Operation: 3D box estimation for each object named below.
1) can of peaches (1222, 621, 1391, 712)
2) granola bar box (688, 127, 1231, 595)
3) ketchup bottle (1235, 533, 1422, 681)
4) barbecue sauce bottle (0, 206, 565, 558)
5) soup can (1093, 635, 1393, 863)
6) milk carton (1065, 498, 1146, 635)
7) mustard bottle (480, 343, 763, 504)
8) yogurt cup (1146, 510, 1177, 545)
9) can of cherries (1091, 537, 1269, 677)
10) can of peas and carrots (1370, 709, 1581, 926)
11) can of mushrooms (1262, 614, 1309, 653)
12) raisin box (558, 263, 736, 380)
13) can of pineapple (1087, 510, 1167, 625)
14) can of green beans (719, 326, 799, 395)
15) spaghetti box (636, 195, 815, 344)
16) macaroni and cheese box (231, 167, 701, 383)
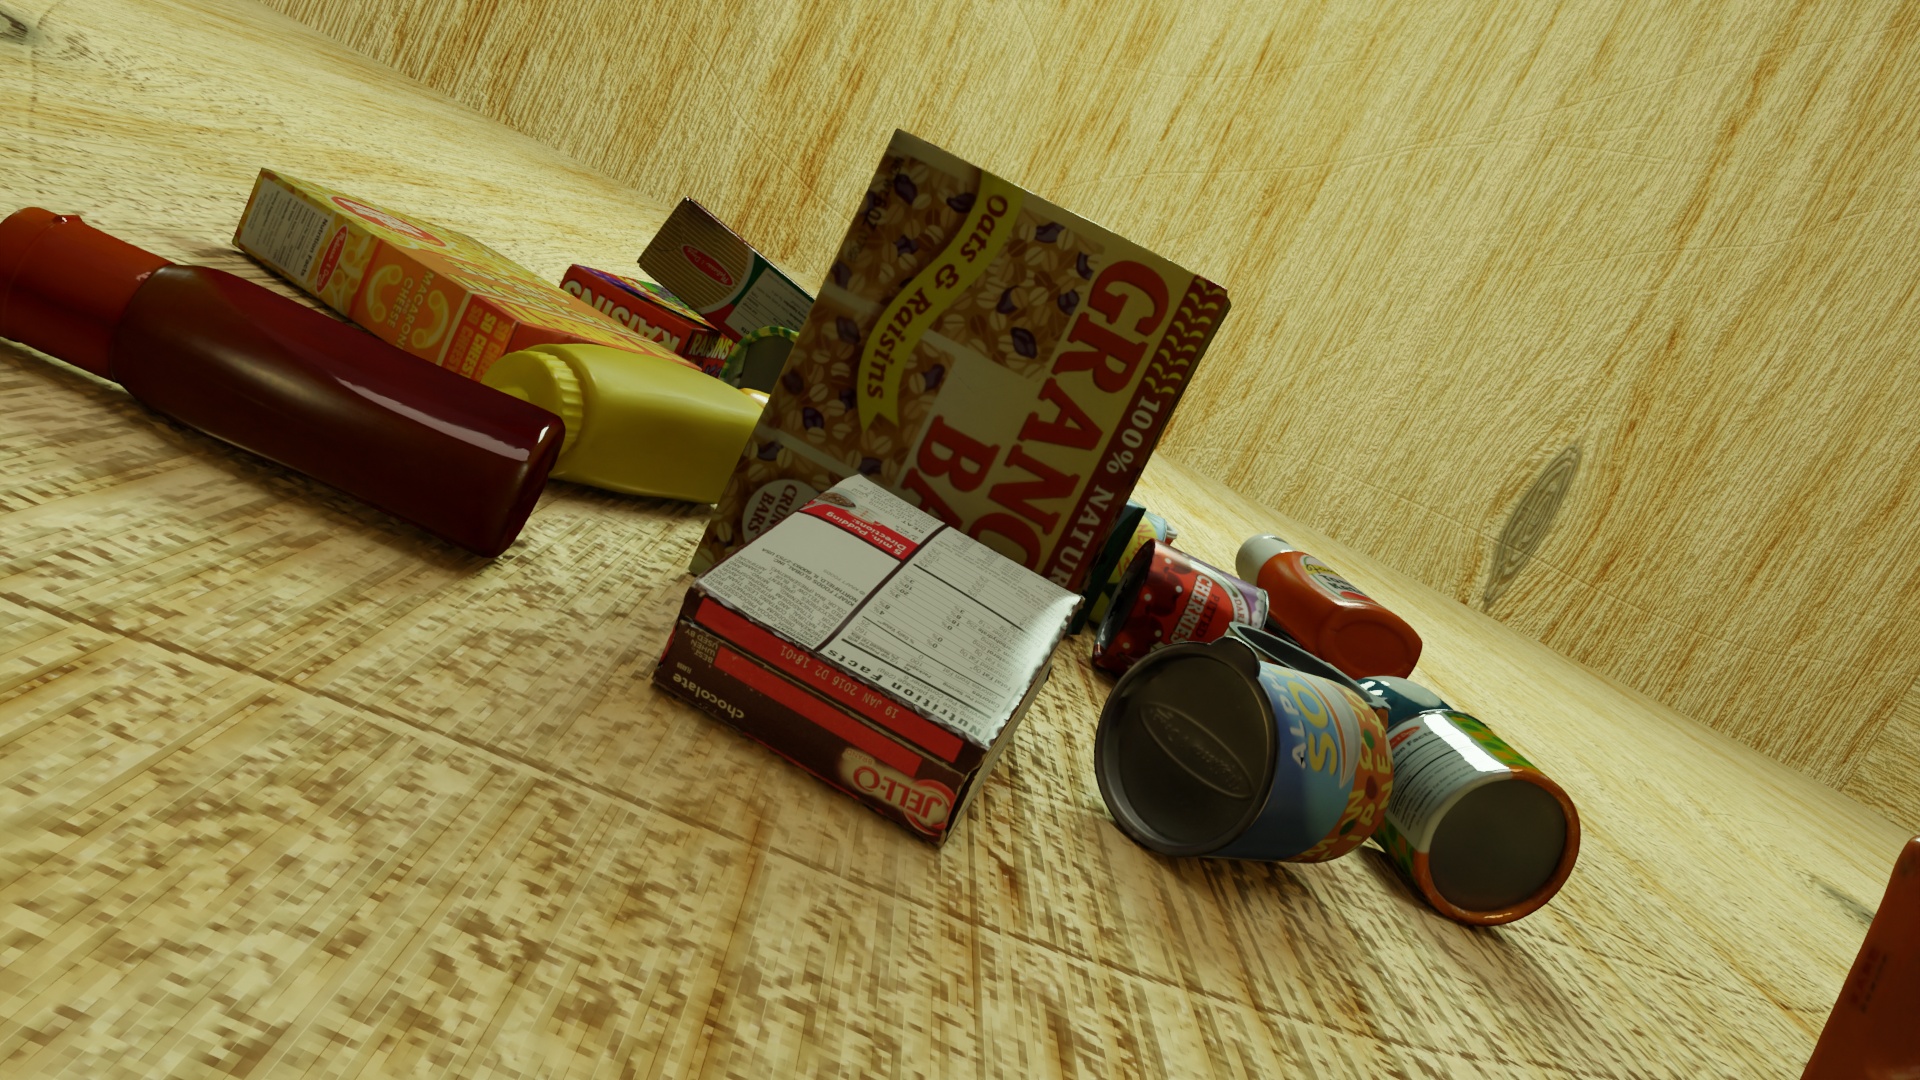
[{"bbox_3d":[0.125,0.074,0.551,0.071,0.058,0.071,27,9,-4],"label":"can of peaches"},{"bbox_3d":[-0.001,-0.036,0.474,0.124,0.165,0.039,28,8,8],"label":"granola bar box"},{"bbox_3d":[0.200,0.035,0.792,0.065,0.043,0.149,24,11,-17],"label":"ketchup bottle"},{"bbox_3d":[-0.189,-0.044,0.386,0.148,0.043,0.065,24,10,-11],"label":"barbecue sauce bottle"},{"bbox_3d":[0.097,0.070,0.458,0.084,0.071,0.071,17,14,-47],"label":"soup can"},{"bbox_3d":[0.002,-0.008,0.606,0.072,0.073,0.191,32,11,28],"label":"milk carton"},{"bbox_3d":[-0.133,-0.045,0.521,0.065,0.048,0.160,30,11,22],"label":"mustard bottle"},{"bbox_3d":[0.089,0.003,0.834,0.072,0.054,0.072,26,10,-5],"label":"yogurt cup"},{"bbox_3d":[0.100,0.039,0.636,0.058,0.071,0.071,26,9,-2],"label":"can of cherries"},{"bbox_3d":[0.198,0.109,0.543,0.071,0.071,0.059,25,10,-14],"label":"can of peas and carrots"},{"bbox_3d":[0.175,0.063,0.808,0.071,0.033,0.071,27,11,-6],"label":"can of mushrooms"},{"bbox_3d":[-0.182,-0.127,0.842,0.086,0.040,0.123,29,9,7],"label":"raisin box"},{"bbox_3d":[0.068,0.006,0.726,0.058,0.071,0.071,25,10,-5],"label":"can of pineapple"},{"bbox_3d":[-0.090,-0.080,0.760,0.071,0.071,0.058,32,11,26],"label":"can of green beans"},{"bbox_3d":[-0.074,-0.102,0.816,0.250,0.050,0.029,38,7,-10],"label":"spaghetti box"},{"bbox_3d":[-0.218,-0.103,0.624,0.167,0.040,0.124,30,10,23],"label":"macaroni and cheese box"}]
